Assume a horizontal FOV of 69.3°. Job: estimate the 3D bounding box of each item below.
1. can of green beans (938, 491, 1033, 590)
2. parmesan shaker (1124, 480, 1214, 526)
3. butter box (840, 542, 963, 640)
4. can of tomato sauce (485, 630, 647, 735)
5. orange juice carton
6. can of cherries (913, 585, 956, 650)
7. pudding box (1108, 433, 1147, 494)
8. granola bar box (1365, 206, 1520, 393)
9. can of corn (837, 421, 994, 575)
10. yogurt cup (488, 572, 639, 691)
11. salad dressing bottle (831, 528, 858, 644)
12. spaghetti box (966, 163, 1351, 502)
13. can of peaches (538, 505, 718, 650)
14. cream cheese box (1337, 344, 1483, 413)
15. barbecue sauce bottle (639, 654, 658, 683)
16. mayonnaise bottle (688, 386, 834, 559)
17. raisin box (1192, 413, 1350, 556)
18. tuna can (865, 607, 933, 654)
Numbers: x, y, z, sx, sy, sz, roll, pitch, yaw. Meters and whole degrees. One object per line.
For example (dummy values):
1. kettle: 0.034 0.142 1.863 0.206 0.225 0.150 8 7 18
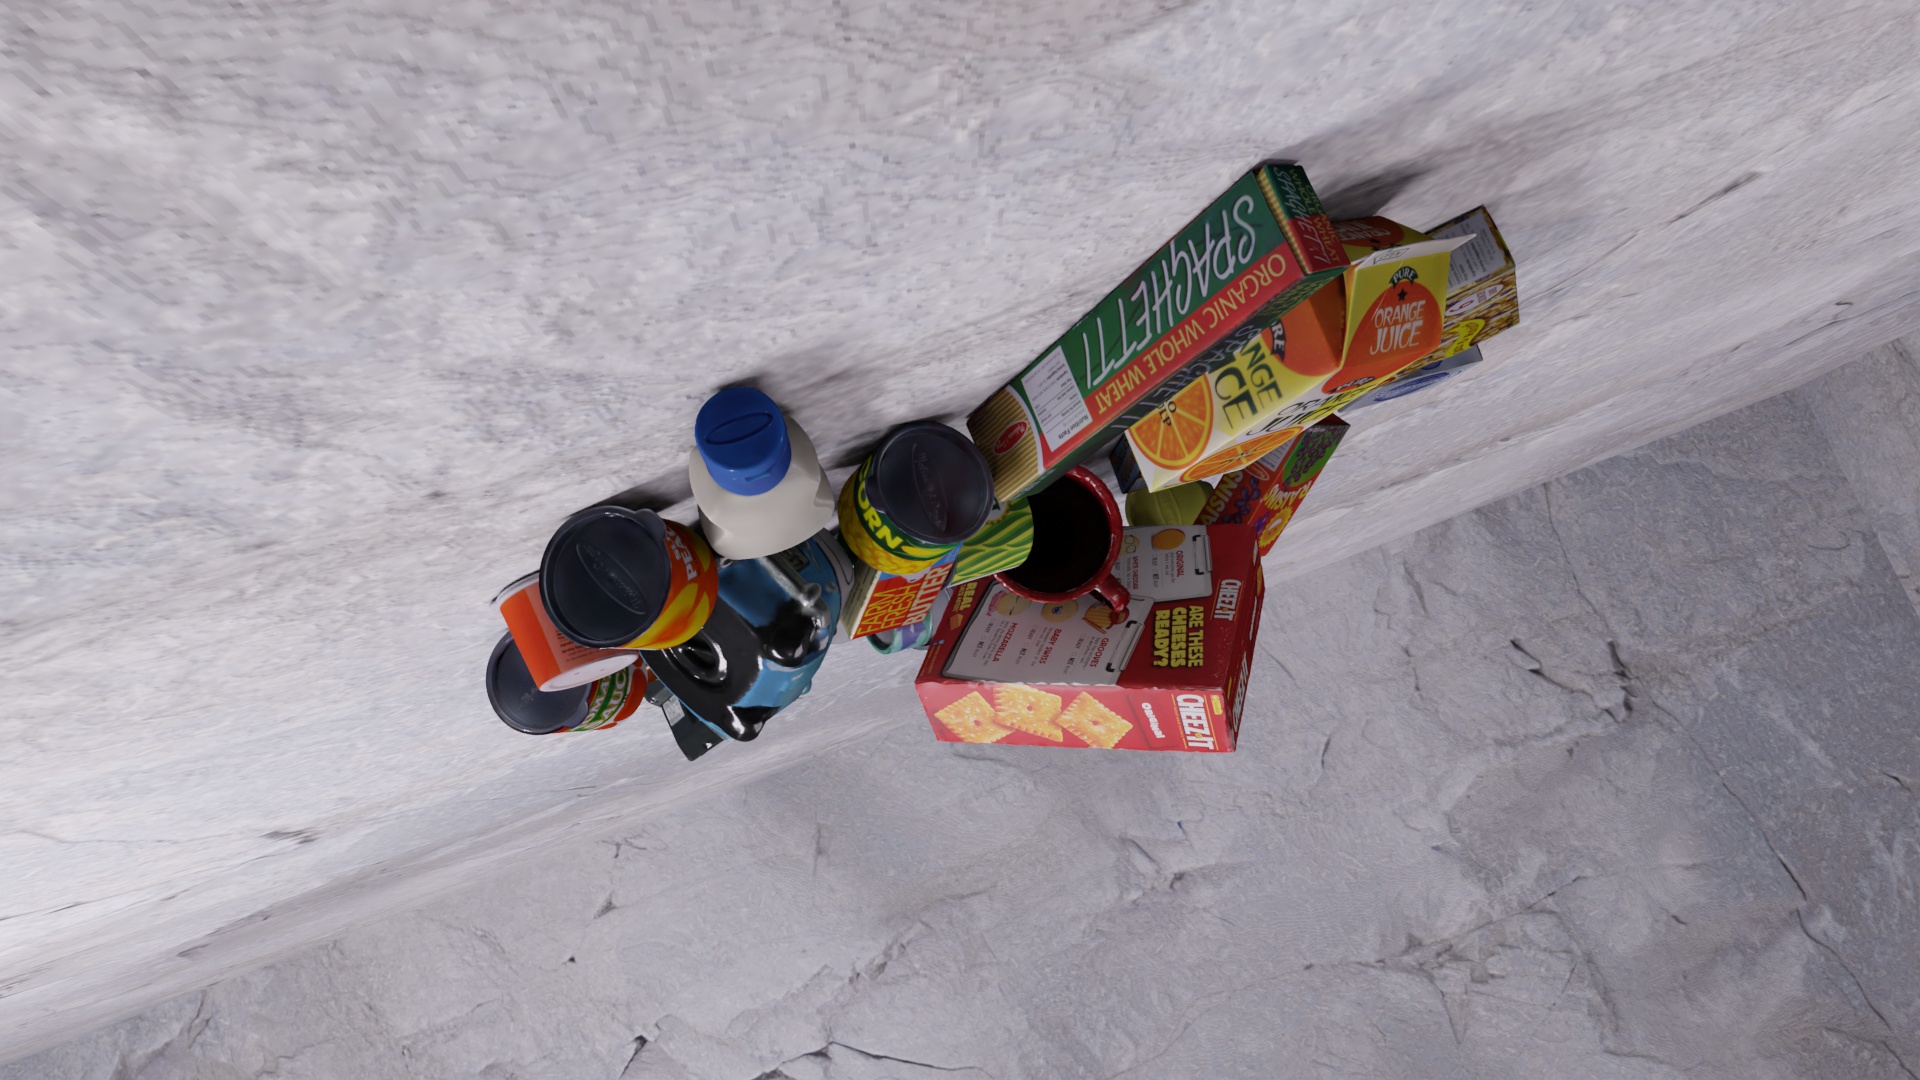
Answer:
1. can of green beans: 0.003 -0.009 0.841 0.058 0.071 0.071 -16 169 -30
2. parmesan shaker: 0.177 -0.023 1.118 0.071 0.071 0.103 -24 170 14
3. butter box: -0.034 0.018 0.798 0.053 0.024 0.103 -14 152 -27
4. can of tomato sauce: -0.234 0.084 0.838 0.071 0.071 0.083 -22 170 7
5. orange juice carton: 0.158 -0.096 0.674 0.072 0.073 0.192 -14 167 -32
6. can of cherries: -0.014 0.054 1.129 0.071 0.071 0.058 -28 168 35
7. pudding box: 0.134 -0.061 0.935 0.050 0.030 0.083 -19 170 -8
8. granola bar box: 0.255 -0.128 0.802 0.124 0.039 0.166 -25 169 20
9. can of corn: -0.027 -0.020 0.720 0.071 0.071 0.058 -15 169 -28
10. yogurt cup: -0.206 0.046 0.740 0.072 0.054 0.072 -21 170 -4
11. salad dressing bottle: -0.067 0.017 0.863 0.044 0.064 0.147 -29 167 -29
12. spaghetti box: 0.078 -0.085 0.638 0.029 0.050 0.249 -17 169 -33
13. can of peaches: -0.155 0.018 0.662 0.071 0.071 0.058 -23 169 10
14. cream cheese box: 0.326 -0.123 1.018 0.104 0.024 0.053 -16 170 -26
15. barbecue sauce bottle: -0.185 0.064 0.908 0.149 0.044 0.065 -20 171 -2
16. mayonnaise bottle: -0.091 -0.028 0.621 0.065 0.041 0.147 -21 169 -8
17. raisin box: 0.227 -0.044 1.030 0.086 0.040 0.123 -8 131 -55
18. tuna can: -0.051 0.053 1.051 0.033 0.071 0.070 -14 167 -29
